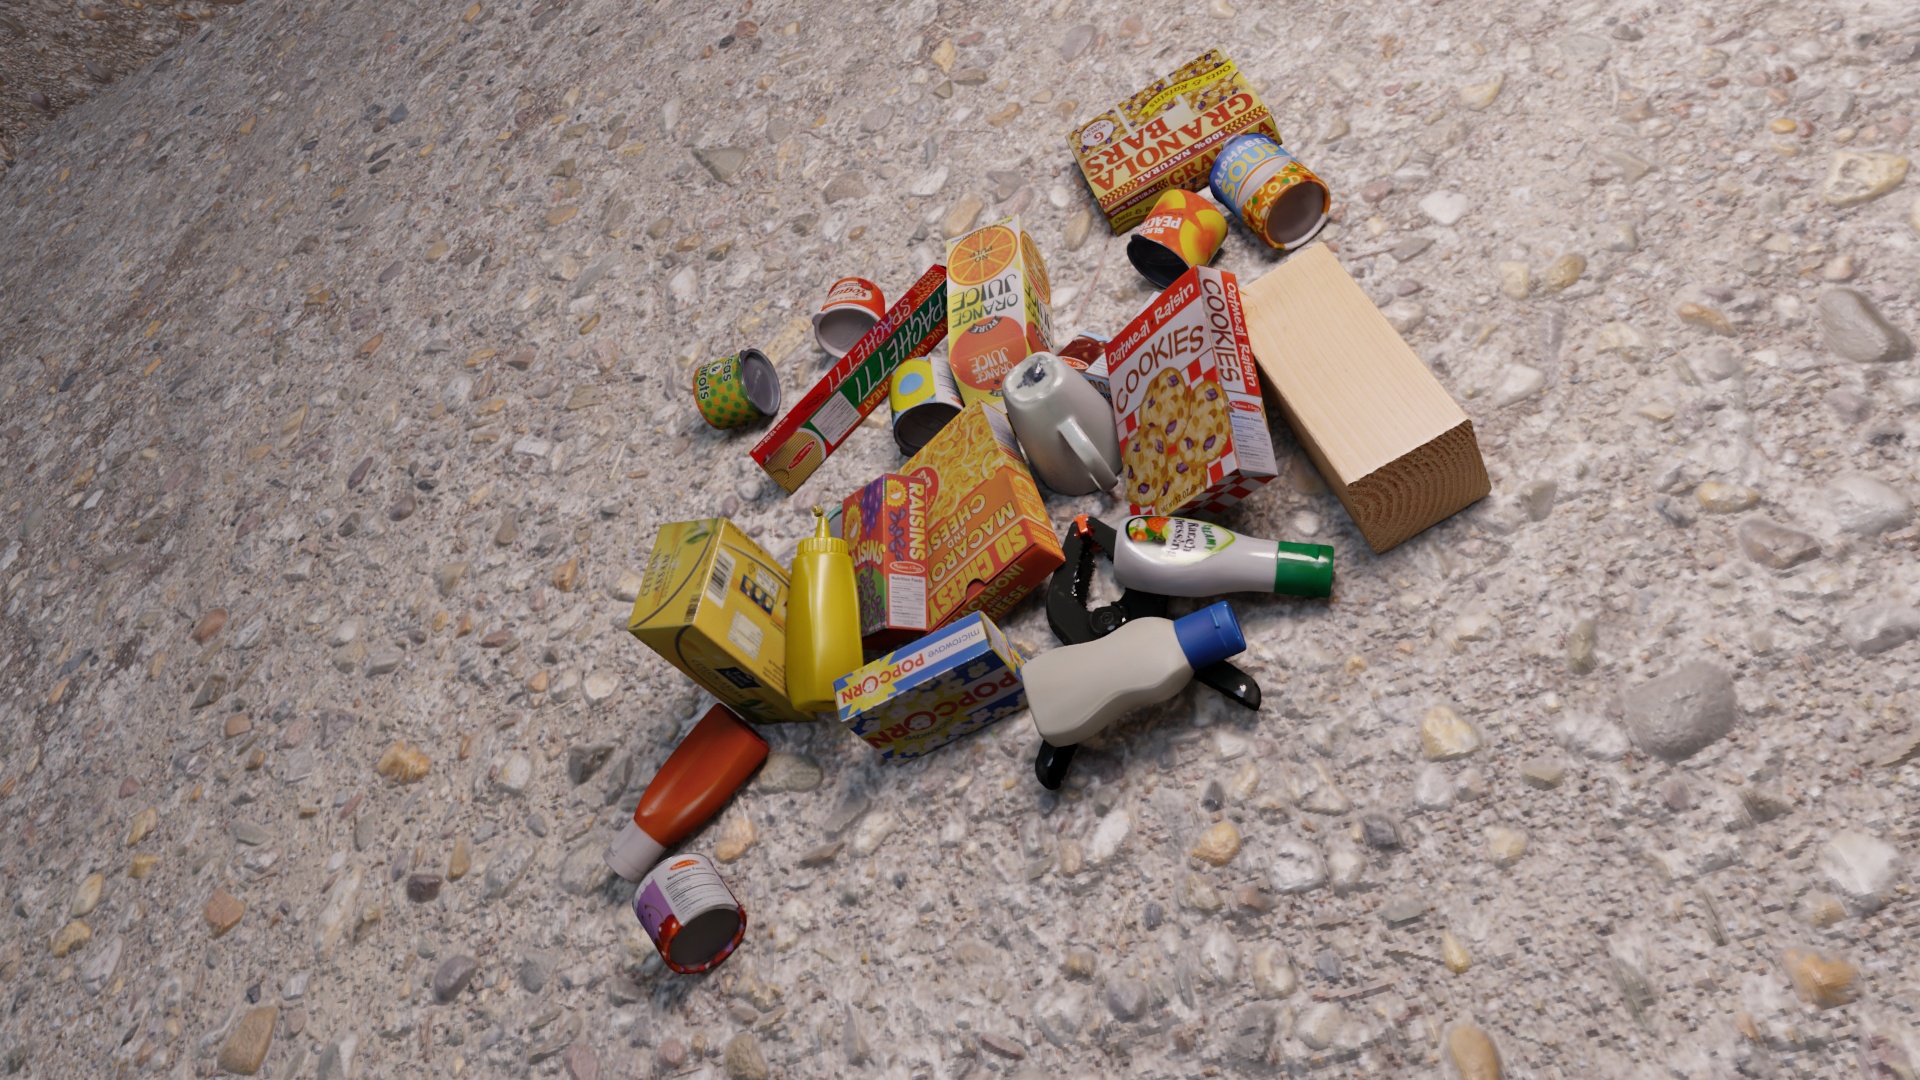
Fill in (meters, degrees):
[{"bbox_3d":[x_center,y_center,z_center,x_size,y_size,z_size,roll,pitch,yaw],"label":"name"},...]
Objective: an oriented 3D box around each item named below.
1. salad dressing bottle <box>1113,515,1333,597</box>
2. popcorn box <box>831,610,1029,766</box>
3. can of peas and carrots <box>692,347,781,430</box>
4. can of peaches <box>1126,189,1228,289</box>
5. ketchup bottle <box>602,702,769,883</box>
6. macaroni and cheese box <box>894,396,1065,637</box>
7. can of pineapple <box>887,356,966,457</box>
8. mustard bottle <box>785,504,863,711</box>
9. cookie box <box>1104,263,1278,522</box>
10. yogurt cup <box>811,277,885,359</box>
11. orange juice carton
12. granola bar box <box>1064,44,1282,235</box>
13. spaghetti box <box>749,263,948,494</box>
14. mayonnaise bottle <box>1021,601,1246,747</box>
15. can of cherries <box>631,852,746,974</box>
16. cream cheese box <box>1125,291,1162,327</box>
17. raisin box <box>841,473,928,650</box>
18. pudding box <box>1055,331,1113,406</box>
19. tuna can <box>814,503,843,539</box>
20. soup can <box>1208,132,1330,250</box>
[{"bbox_3d":[0.182,0.014,0.964,0.148,0.043,0.064,6,37,12],"label":"salad dressing bottle"},{"bbox_3d":[-0.017,0.110,1.013,0.126,0.085,0.038,-27,50,12],"label":"popcorn box"},{"bbox_3d":[-0.214,-0.145,1.323,0.058,0.070,0.071,-15,52,22],"label":"can of peas and carrots"},{"bbox_3d":[0.181,-0.252,1.162,0.071,0.071,0.058,23,71,40],"label":"can of peaches"},{"bbox_3d":[-0.220,0.202,1.097,0.149,0.043,0.065,-49,45,-8],"label":"ketchup bottle"},{"bbox_3d":[0.004,-0.014,1.096,0.123,0.040,0.167,-42,44,24],"label":"macaroni and cheese box"},{"bbox_3d":[-0.029,-0.115,1.193,0.071,0.071,0.058,-23,49,16],"label":"can of pineapple"},{"bbox_3d":[-0.105,0.049,1.066,0.065,0.049,0.160,-23,64,55],"label":"mustard bottle"},{"bbox_3d":[0.164,-0.099,1.018,0.122,0.040,0.168,-40,50,52],"label":"cookie box"},{"bbox_3d":[-0.101,-0.210,1.307,0.072,0.072,0.054,-16,44,21],"label":"yogurt cup"},{"bbox_3d":[0.036,-0.183,1.198,0.071,0.073,0.193,-17,52,20],"label":"orange juice carton"},{"bbox_3d":[0.189,-0.364,1.258,0.165,0.039,0.125,-28,48,11],"label":"granola bar box"},{"bbox_3d":[-0.087,-0.148,1.263,0.250,0.050,0.029,-47,48,-6],"label":"spaghetti box"},{"bbox_3d":[0.117,0.085,0.933,0.148,0.041,0.065,-24,56,14],"label":"mayonnaise bottle"},{"bbox_3d":[-0.198,0.276,1.020,0.071,0.071,0.058,-46,48,-5],"label":"can of cherries"},{"bbox_3d":[0.185,-0.165,1.128,0.104,0.024,0.053,28,74,41],"label":"cream cheese box"},{"bbox_3d":[-0.061,0.018,1.087,0.086,0.040,0.123,-28,59,59],"label":"raisin box"},{"bbox_3d":[0.120,-0.140,1.139,0.084,0.030,0.050,22,57,39],"label":"pudding box"},{"bbox_3d":[-0.086,-0.001,1.168,0.071,0.032,0.071,-16,52,22],"label":"tuna can"},{"bbox_3d":[0.253,-0.289,1.144,0.071,0.071,0.084,-36,47,4],"label":"soup can"}]
